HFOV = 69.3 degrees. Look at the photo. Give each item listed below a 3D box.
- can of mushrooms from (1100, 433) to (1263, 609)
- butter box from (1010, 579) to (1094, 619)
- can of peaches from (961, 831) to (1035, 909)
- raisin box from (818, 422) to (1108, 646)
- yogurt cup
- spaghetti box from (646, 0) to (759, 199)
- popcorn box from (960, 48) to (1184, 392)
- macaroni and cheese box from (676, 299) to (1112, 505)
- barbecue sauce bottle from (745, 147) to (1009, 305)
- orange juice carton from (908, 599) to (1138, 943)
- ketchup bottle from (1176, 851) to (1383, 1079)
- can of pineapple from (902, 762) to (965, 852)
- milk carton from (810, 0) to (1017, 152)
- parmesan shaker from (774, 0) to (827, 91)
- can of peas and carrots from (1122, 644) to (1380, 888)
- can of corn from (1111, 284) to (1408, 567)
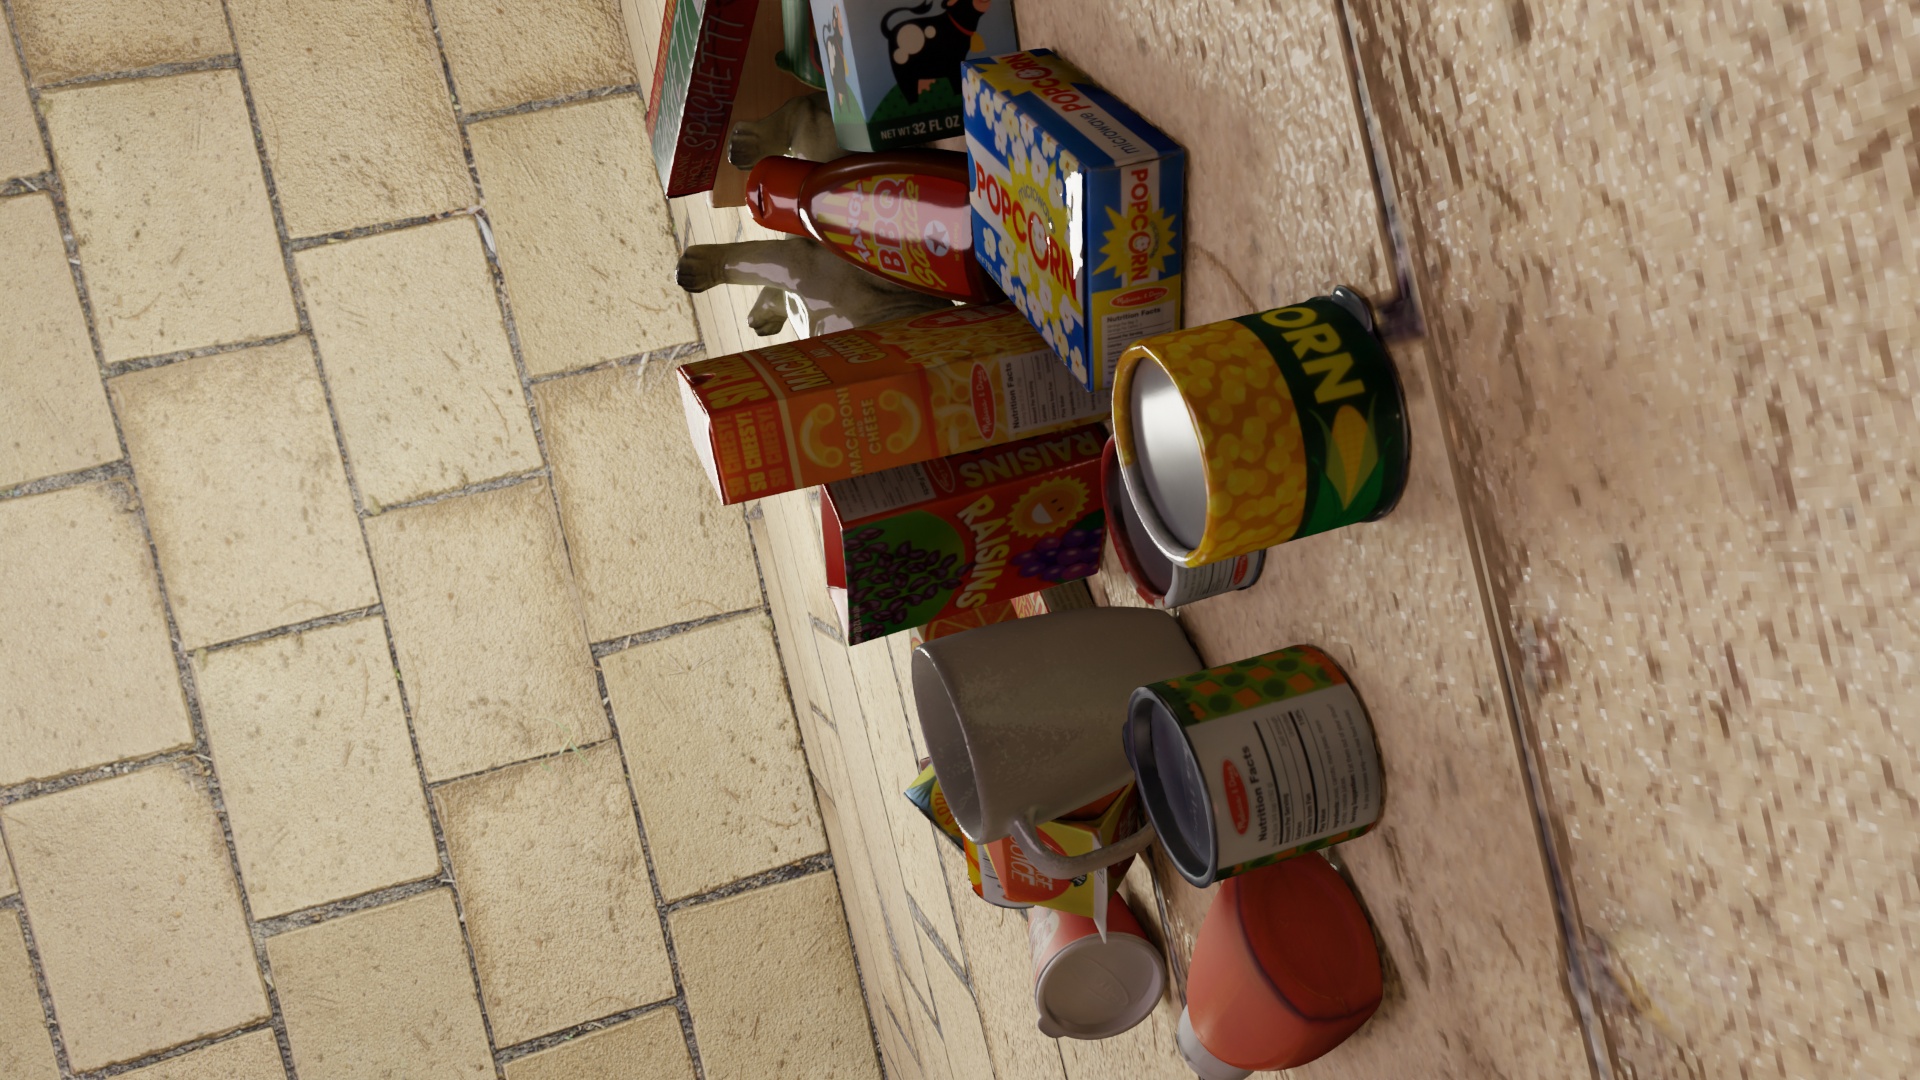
[{"bbox_3d":[0.076,-0.011,0.493,0.071,0.033,0.071,166,89,-77],"label":"can of mushrooms"},{"bbox_3d":[0.038,0.014,0.706,0.052,0.024,0.104,96,156,-56],"label":"butter box"},{"bbox_3d":[0.033,0.167,0.802,0.071,0.071,0.057,-127,26,-60],"label":"can of peaches"},{"bbox_3d":[0.002,-0.008,0.612,0.085,0.123,0.040,91,159,-50],"label":"raisin box"},{"bbox_3d":[0.066,0.214,0.718,0.054,0.072,0.072,-112,12,-63],"label":"yogurt cup"},{"bbox_3d":[-0.124,-0.256,0.680,0.249,0.029,0.050,132,123,-64],"label":"spaghetti box"},{"bbox_3d":[0.040,-0.123,0.519,0.127,0.038,0.084,-120,19,-51],"label":"popcorn box"},{"bbox_3d":[-0.030,-0.065,0.587,0.124,0.167,0.040,-137,36,-67],"label":"macaroni and cheese box"},{"bbox_3d":[-0.036,-0.152,0.644,0.148,0.044,0.064,20,125,35],"label":"barbecue sauce bottle"},{"bbox_3d":[0.036,0.110,0.709,0.193,0.073,0.071,-119,20,-48],"label":"orange juice carton"},{"bbox_3d":[0.110,0.167,0.516,0.148,0.043,0.065,95,158,-57],"label":"ketchup bottle"},{"bbox_3d":[0.007,0.158,0.865,0.071,0.058,0.071,41,173,6],"label":"can of pineapple"},{"bbox_3d":[-0.030,-0.266,0.585,0.073,0.072,0.189,-136,34,-68],"label":"milk carton"},{"bbox_3d":[-0.061,-0.288,0.700,0.102,0.071,0.071,94,158,-55],"label":"parmesan shaker"},{"bbox_3d":[0.093,0.072,0.452,0.071,0.059,0.071,168,88,-78],"label":"can of peas and carrots"},{"bbox_3d":[0.081,-0.032,0.388,0.071,0.058,0.071,167,89,-77],"label":"can of corn"}]
